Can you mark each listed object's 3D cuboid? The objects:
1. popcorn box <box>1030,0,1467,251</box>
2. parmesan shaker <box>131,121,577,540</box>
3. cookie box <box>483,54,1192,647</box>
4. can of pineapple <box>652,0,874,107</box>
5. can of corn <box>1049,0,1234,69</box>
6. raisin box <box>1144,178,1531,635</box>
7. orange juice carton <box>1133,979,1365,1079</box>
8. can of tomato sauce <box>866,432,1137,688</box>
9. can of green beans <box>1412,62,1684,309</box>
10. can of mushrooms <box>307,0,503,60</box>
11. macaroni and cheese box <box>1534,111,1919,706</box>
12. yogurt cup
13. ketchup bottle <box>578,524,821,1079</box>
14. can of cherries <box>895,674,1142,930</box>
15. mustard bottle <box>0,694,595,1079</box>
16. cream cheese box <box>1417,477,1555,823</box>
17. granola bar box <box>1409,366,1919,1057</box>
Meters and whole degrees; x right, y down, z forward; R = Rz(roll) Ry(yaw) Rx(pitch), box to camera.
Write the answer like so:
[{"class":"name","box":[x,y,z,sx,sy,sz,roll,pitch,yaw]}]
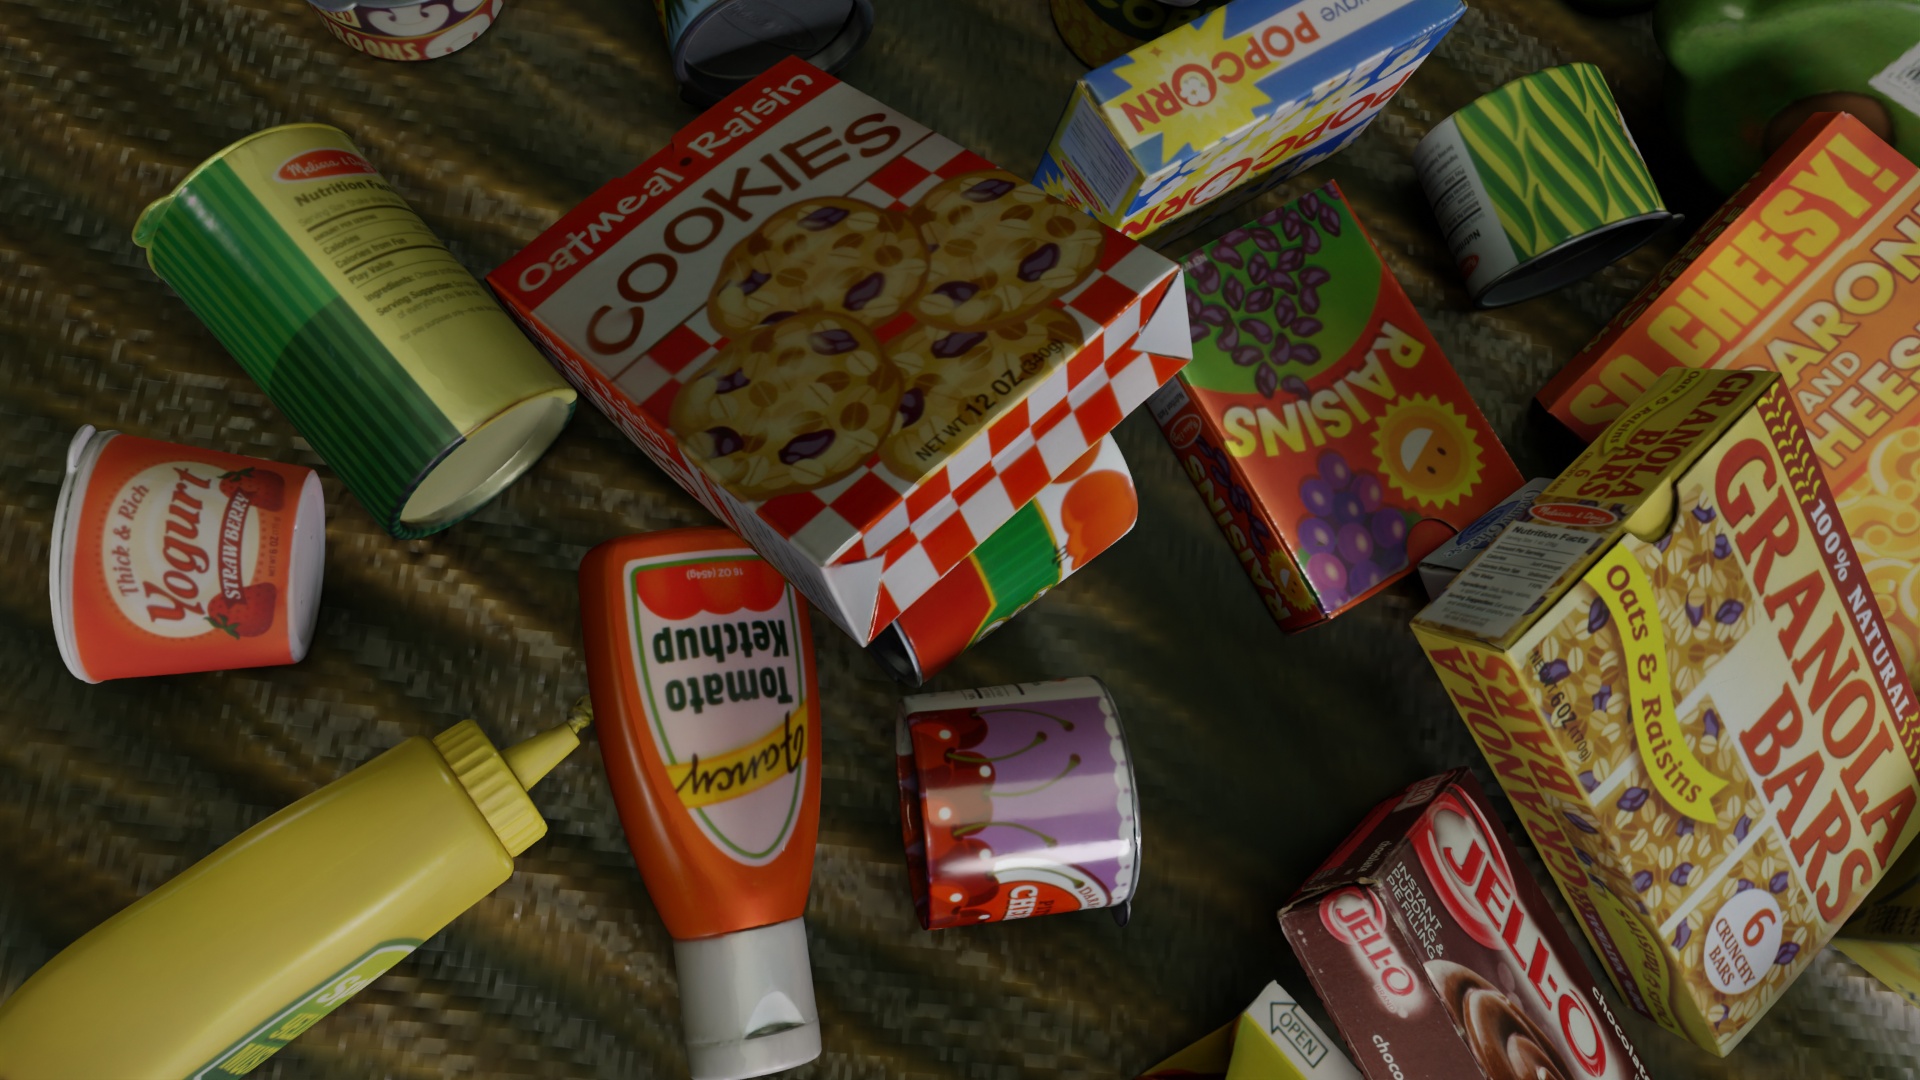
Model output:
[{"class":"popcorn box","box":[0.088,-0.138,0.448,0.127,0.085,0.038,-30,84,-15]},{"class":"parmesan shaker","box":[-0.170,-0.057,0.396,0.071,0.071,0.103,-41,87,-15]},{"class":"cookie box","box":[-0.039,-0.065,0.394,0.123,0.040,0.168,-41,55,-16]},{"class":"can of pineapple","box":[-0.069,-0.182,0.444,0.071,0.071,0.058,-17,80,-12]},{"class":"can of corn","box":[0.067,-0.196,0.472,0.071,0.058,0.071,2,77,-9]},{"class":"raisin box","box":[0.115,-0.043,0.453,0.086,0.040,0.123,-28,83,-15]},{"class":"orange juice carton","box":[0.045,0.212,0.364,0.072,0.073,0.193,45,74,3]},{"class":"can of tomato sauce","box":[0.001,-0.005,0.413,0.083,0.071,0.071,-35,85,-15]},{"class":"can of green beans","box":[0.195,-0.119,0.470,0.071,0.071,0.058,-17,80,-12]},{"class":"can of mushrooms","box":[-0.182,-0.189,0.444,0.071,0.033,0.071,2,77,-9]},{"class":"macaroni and cheese box","box":[0.296,-0.037,0.449,0.166,0.040,0.123,40,111,2]},{"class":"yogurt cup","box":[-0.207,0.006,0.379,0.054,0.072,0.072,3,76,-16]},{"class":"ketchup bottle","box":[-0.068,0.072,0.393,0.065,0.043,0.149,-3,77,-31]},{"class":"can of cherries","box":[0.014,0.076,0.394,0.058,0.071,0.071,-5,78,-10]},{"class":"mustard bottle","box":[-0.162,0.091,0.366,0.161,0.065,0.049,-36,82,-21]},{"class":"cream cheese box","box":[0.185,0.037,0.434,0.053,0.024,0.103,-33,108,-16]},{"class":"granola bar box","box":[0.221,0.051,0.414,0.124,0.039,0.165,-40,110,-15]}]
